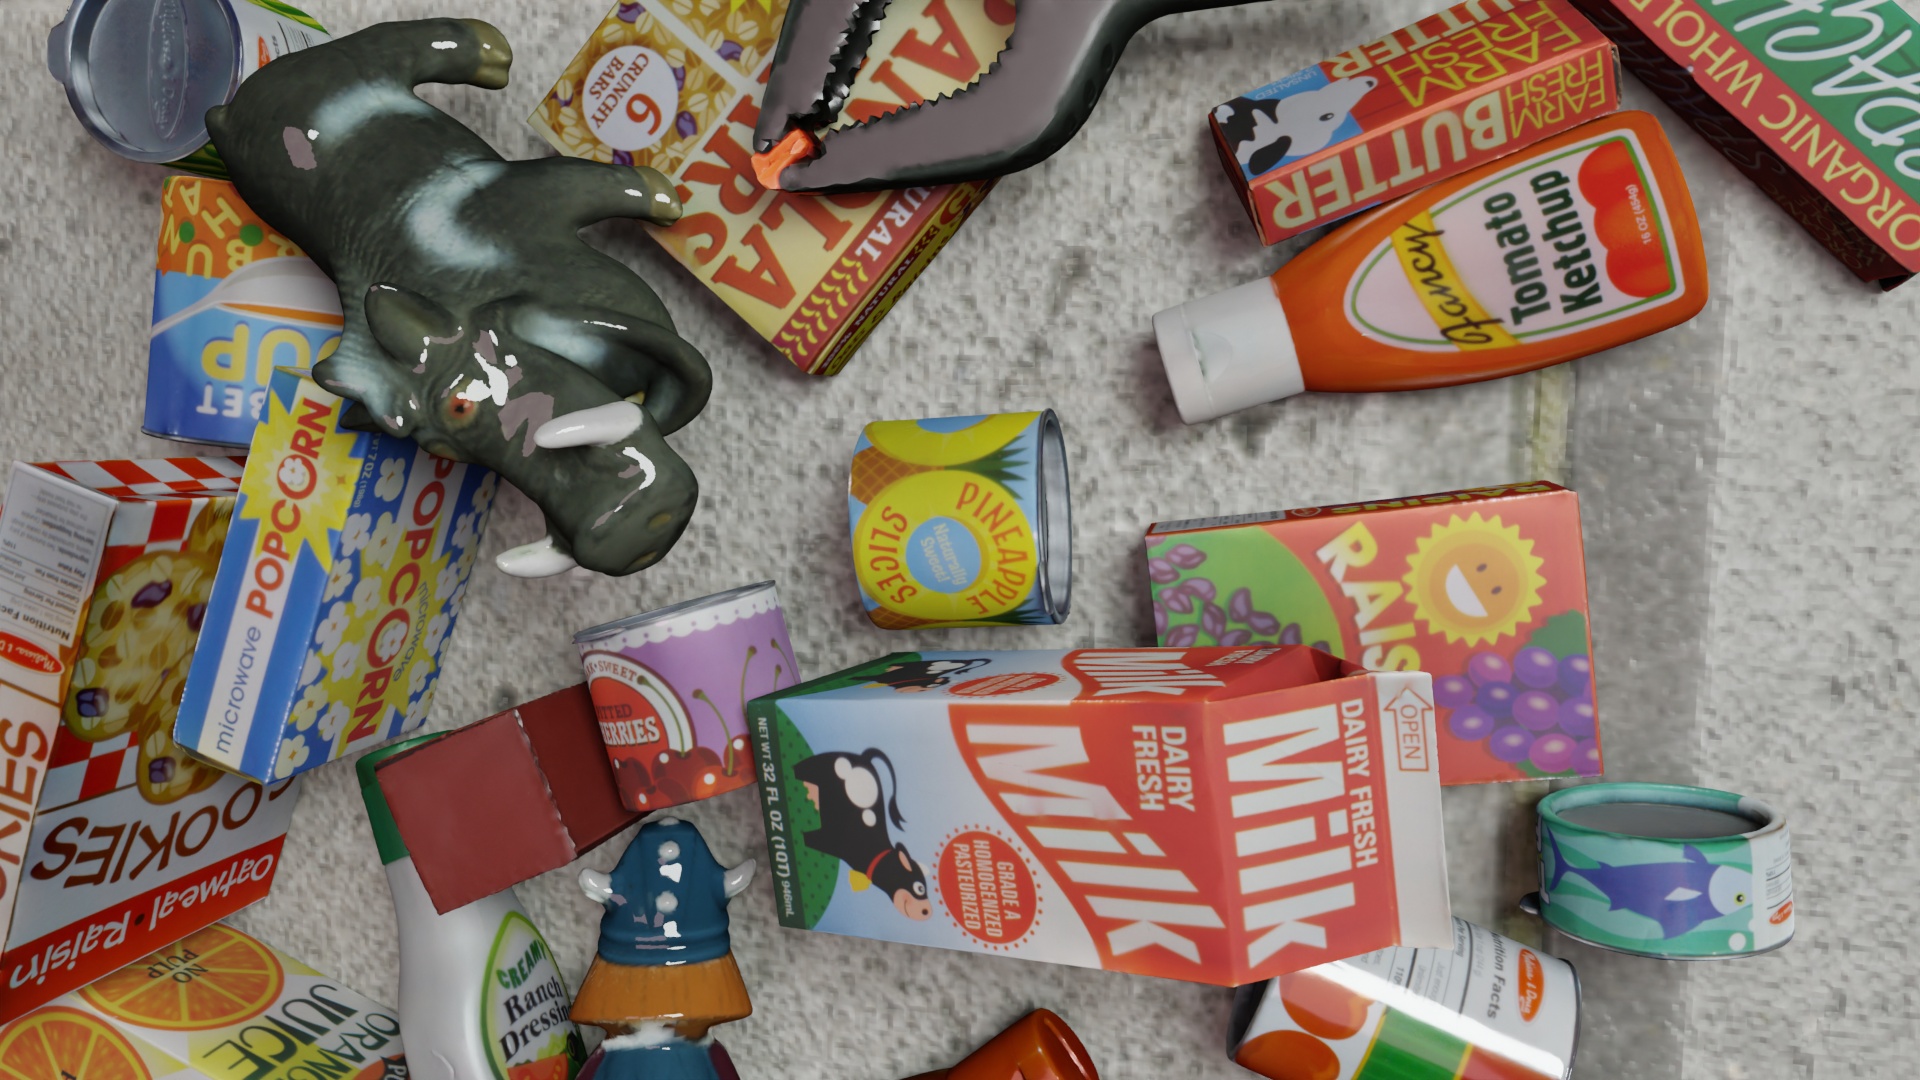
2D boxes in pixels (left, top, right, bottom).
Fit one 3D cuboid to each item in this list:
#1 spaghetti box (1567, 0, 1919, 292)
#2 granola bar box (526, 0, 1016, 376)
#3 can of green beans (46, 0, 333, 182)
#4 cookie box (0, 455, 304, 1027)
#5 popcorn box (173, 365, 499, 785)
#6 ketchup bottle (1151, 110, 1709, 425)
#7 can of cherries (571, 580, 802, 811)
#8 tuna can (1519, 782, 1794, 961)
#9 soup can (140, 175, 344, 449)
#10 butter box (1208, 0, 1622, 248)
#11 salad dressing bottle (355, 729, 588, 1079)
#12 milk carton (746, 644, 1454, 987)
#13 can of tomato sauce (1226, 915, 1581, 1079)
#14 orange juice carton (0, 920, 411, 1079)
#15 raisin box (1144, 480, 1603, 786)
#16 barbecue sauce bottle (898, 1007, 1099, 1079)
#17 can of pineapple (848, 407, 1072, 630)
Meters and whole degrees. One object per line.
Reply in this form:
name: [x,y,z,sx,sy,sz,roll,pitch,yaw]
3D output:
spaghetti box: [0.194,-0.175,0.397,0.250,0.029,0.050,45,101,5]
granola bar box: [-0.037,-0.153,0.437,0.124,0.039,0.165,42,101,5]
can of green beans: [-0.251,-0.156,0.467,0.071,0.058,0.071,1,95,11]
cookie box: [-0.261,0.056,0.452,0.040,0.123,0.167,21,98,9]
popcorn box: [-0.198,0.008,0.456,0.038,0.085,0.126,21,98,10]
ketchup bottle: [0.133,-0.072,0.409,0.149,0.043,0.064,-17,90,12]
can of cherries: [-0.086,0.050,0.445,0.071,0.071,0.058,-14,93,12]
tuna can: [0.198,0.093,0.399,0.071,0.071,0.033,-3,94,11]
soup can: [-0.231,-0.074,0.464,0.071,0.071,0.083,9,96,10]
butter box: [0.128,-0.125,0.401,0.103,0.053,0.024,-20,130,12]
salad dressing bottle: [-0.168,0.140,0.475,0.044,0.064,0.147,-22,83,14]
milk carton: [0.038,0.071,0.387,0.190,0.074,0.072,-3,96,35]
can of tomato sauce: [0.129,0.142,0.415,0.083,0.071,0.071,21,98,9]
orange juice carton: [-0.236,0.206,0.485,0.193,0.072,0.073,24,99,8]
raisin box: [0.123,0.031,0.421,0.123,0.040,0.086,-6,93,12]
barbecue sauce bottle: [-0.021,0.210,0.459,0.148,0.043,0.065,-38,78,11]
can of pineapple: [0.002,-0.005,0.425,0.058,0.071,0.071,-3,94,12]
